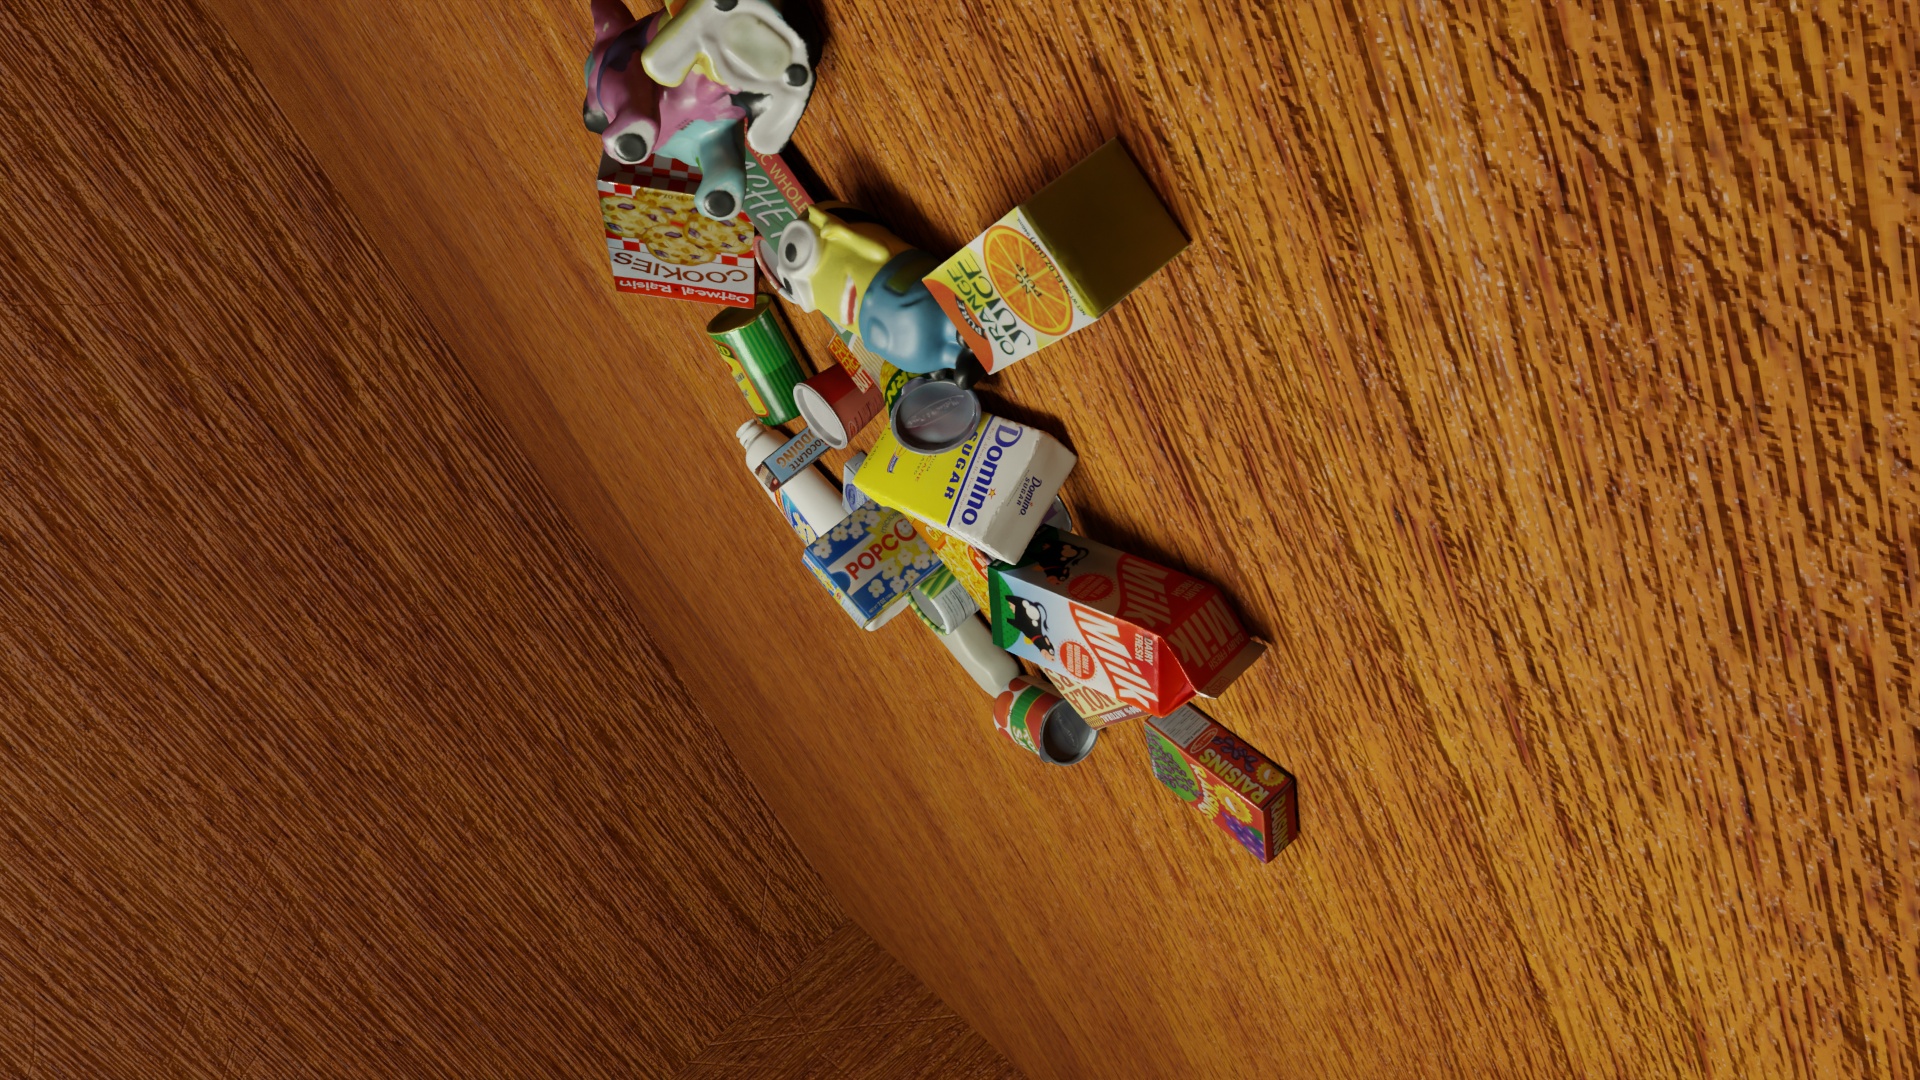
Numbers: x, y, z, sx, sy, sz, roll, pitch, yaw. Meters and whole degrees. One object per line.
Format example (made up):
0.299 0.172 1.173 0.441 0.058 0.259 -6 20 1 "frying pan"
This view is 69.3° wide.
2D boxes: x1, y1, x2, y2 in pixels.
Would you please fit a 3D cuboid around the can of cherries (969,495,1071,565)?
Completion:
0.040 -0.014 1.072 0.071 0.058 0.071 42 159 21 "can of cherries"

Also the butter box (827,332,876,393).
-0.074 -0.158 1.117 0.053 0.024 0.103 52 160 -1 "butter box"

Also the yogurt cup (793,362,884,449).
-0.103 -0.121 1.200 0.072 0.054 0.072 43 159 21 "yogurt cup"

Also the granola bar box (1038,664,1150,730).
0.110 0.090 1.133 0.124 0.039 0.165 51 160 1 "granola bar box"

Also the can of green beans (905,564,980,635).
-0.012 0.046 1.294 0.071 0.058 0.071 43 159 21 "can of green beans"

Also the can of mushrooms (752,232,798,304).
-0.135 -0.227 1.114 0.071 0.033 0.070 44 160 21 "can of mushrooms"

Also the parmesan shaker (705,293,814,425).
-0.178 -0.163 1.267 0.071 0.071 0.102 22 146 53 "parmesan shaker"

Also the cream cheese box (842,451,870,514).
-0.090 -0.042 1.358 0.053 0.024 0.103 46 160 13 "cream cheese box"

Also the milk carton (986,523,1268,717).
0.114 0.060 0.973 0.191 0.073 0.073 21 131 35 "milk carton"

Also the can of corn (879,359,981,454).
-0.024 -0.107 1.007 0.058 0.071 0.071 -107 -3 -49 "can of corn"

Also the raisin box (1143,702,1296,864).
0.206 0.188 1.100 0.123 0.040 0.085 37 155 38 "raisin box"

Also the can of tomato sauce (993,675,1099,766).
0.078 0.168 1.297 0.083 0.071 0.071 17 141 58 "can of tomato sauce"

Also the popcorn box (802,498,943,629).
-0.067 0.007 1.241 0.085 0.127 0.038 48 156 6 "popcorn box"

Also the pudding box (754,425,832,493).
-0.155 -0.084 1.335 0.030 0.084 0.049 52 160 -4 "pudding box"

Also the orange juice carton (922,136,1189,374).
0.041 -0.153 0.799 0.071 0.073 0.192 54 161 -9 "orange juice carton"

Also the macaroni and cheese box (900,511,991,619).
0.004 -0.015 1.177 0.166 0.040 0.123 49 160 3 "macaroni and cheese box"

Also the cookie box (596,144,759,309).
-0.230 -0.257 1.155 0.123 0.040 0.166 7 159 -6 "cookie box"

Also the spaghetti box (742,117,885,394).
-0.109 -0.221 1.036 0.250 0.050 0.029 53 -164 -5 "spaghetti box"

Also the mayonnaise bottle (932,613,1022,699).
0.024 0.116 1.367 0.148 0.041 0.064 49 162 2 "mayonnaise bottle"
